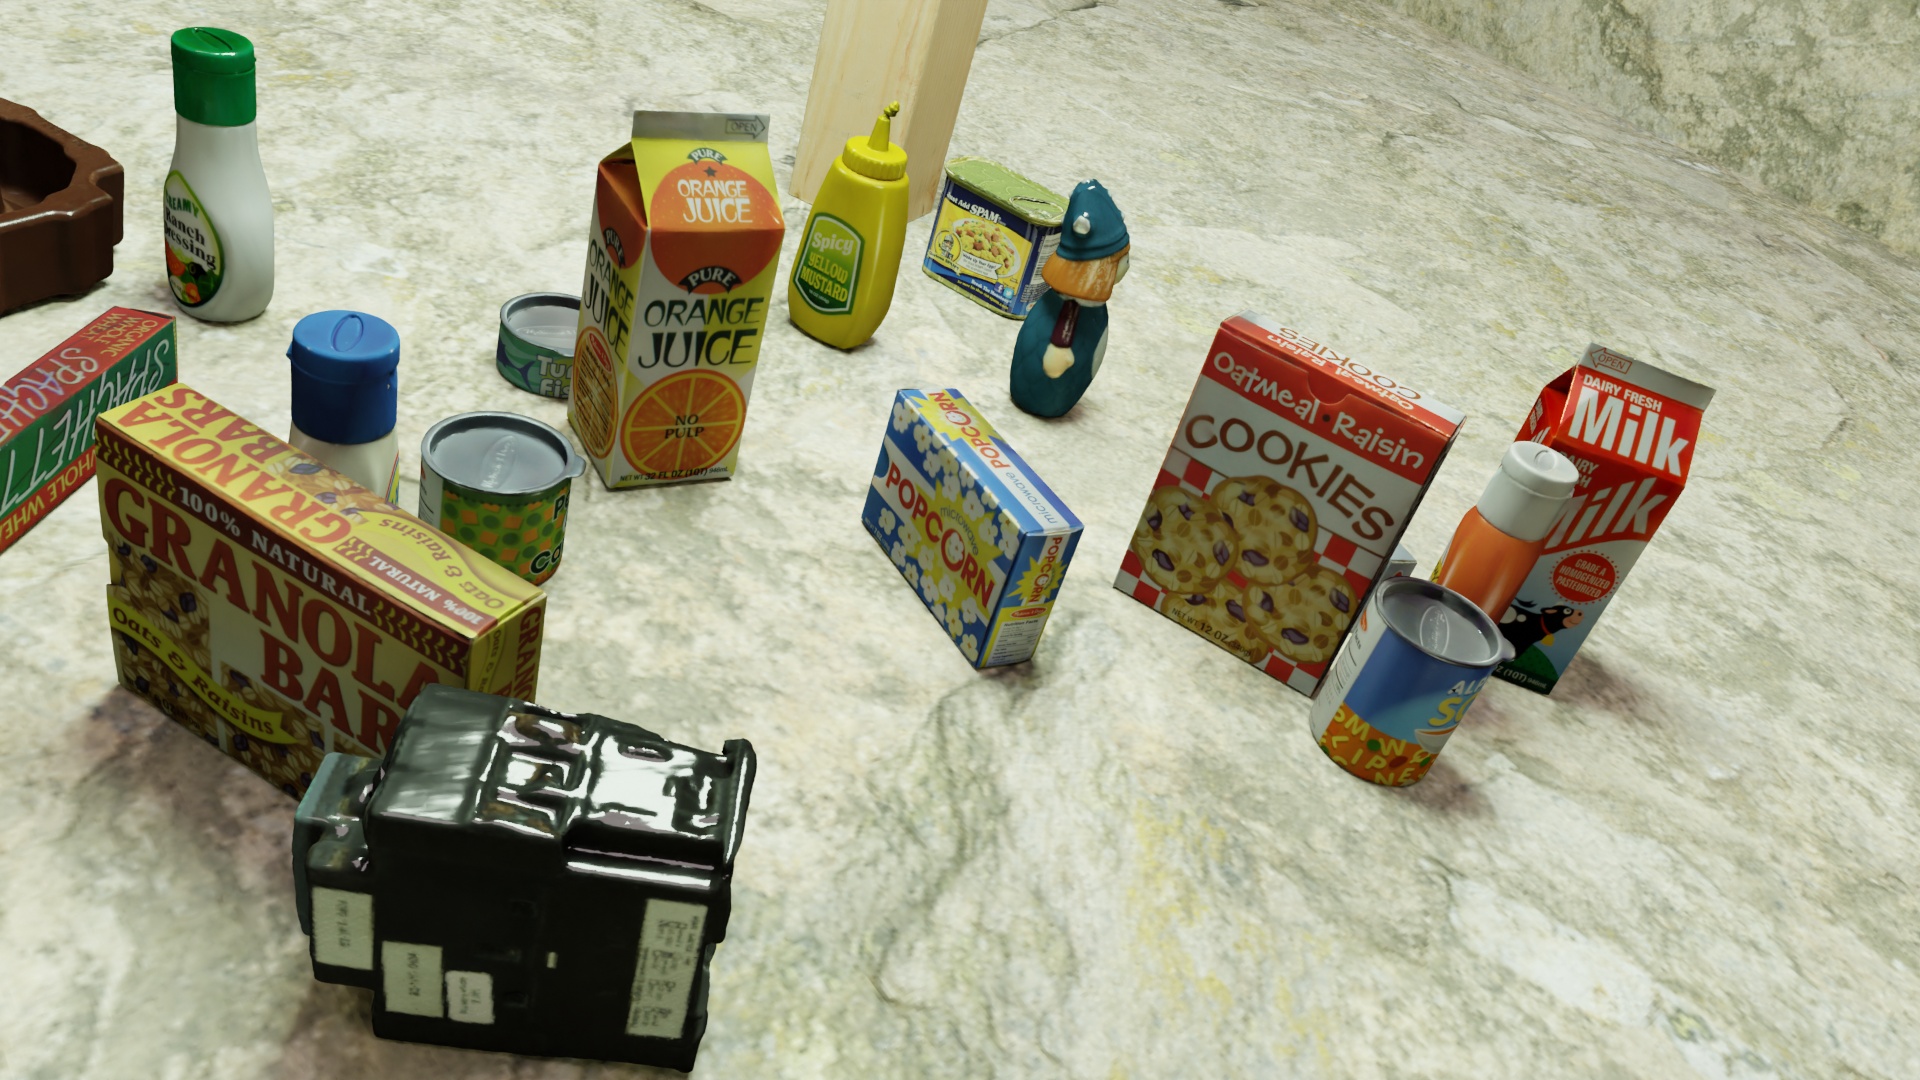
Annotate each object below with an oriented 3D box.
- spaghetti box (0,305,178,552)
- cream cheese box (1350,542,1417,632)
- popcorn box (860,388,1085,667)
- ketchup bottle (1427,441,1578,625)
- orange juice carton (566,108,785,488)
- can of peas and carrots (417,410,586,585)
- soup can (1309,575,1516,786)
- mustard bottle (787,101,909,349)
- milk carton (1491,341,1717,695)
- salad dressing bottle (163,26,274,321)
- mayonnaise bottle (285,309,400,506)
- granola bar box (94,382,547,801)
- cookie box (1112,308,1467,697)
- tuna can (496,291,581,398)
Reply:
[{"bbox_3d":[-0.398,-0.022,0.562,0.029,0.050,0.251,15,34,-4],"label":"spaghetti box"},{"bbox_3d":[0.220,0.001,0.817,0.024,0.053,0.104,0,38,-26],"label":"cream cheese box"},{"bbox_3d":[0.003,-0.009,0.701,0.038,0.084,0.127,-8,41,-34],"label":"popcorn box"},{"bbox_3d":[0.273,0.019,0.731,0.043,0.148,0.065,29,35,16],"label":"ketchup bottle"},{"bbox_3d":[-0.144,-0.125,0.702,0.072,0.191,0.073,-8,41,-34],"label":"orange juice carton"},{"bbox_3d":[-0.211,-0.017,0.637,0.071,0.058,0.071,13,34,-9],"label":"can of peas and carrots"},{"bbox_3d":[0.223,0.072,0.690,0.071,0.083,0.072,13,34,-9],"label":"soup can"},{"bbox_3d":[-0.065,-0.202,0.877,0.065,0.159,0.049,30,35,17],"label":"mustard bottle"},{"bbox_3d":[0.336,-0.016,0.772,0.072,0.189,0.074,22,34,5],"label":"milk carton"},{"bbox_3d":[-0.384,-0.187,0.718,0.064,0.146,0.044,33,36,21],"label":"salad dressing bottle"},{"bbox_3d":[-0.240,-0.017,0.541,0.041,0.147,0.065,7,35,-17],"label":"mayonnaise bottle"},{"bbox_3d":[-0.230,0.036,0.493,0.166,0.123,0.039,27,34,13],"label":"granola bar box"},{"bbox_3d":[0.164,-0.018,0.715,0.123,0.166,0.040,30,35,17],"label":"cookie box"},{"bbox_3d":[-0.226,-0.109,0.784,0.071,0.032,0.071,13,34,-8],"label":"tuna can"}]
